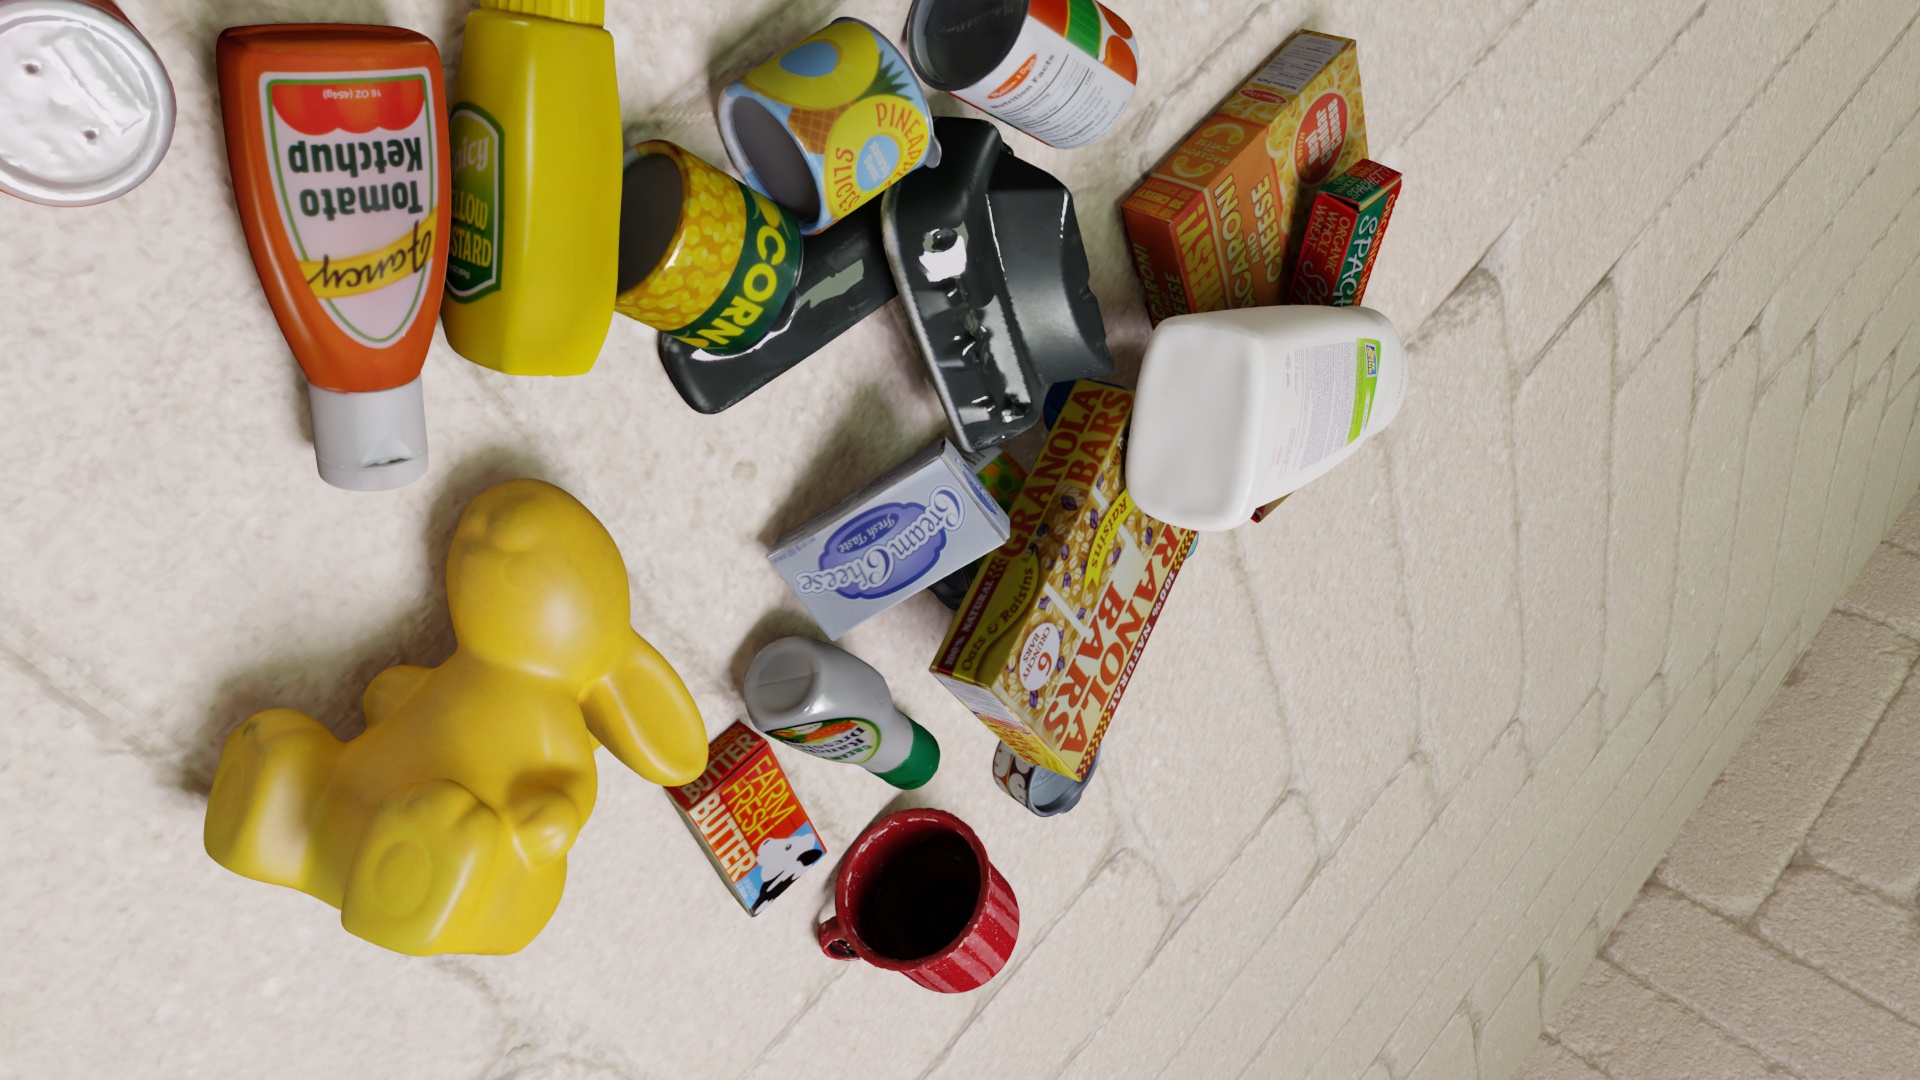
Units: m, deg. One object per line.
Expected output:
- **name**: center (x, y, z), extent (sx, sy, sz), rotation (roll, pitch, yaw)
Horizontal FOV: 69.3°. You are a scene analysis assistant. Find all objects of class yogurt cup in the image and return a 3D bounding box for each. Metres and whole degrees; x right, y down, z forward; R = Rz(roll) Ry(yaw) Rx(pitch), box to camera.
- **yogurt cup**: center (-0.250, -0.123, 0.374), extent (0.073, 0.054, 0.072), rotation (-26, 130, -35)

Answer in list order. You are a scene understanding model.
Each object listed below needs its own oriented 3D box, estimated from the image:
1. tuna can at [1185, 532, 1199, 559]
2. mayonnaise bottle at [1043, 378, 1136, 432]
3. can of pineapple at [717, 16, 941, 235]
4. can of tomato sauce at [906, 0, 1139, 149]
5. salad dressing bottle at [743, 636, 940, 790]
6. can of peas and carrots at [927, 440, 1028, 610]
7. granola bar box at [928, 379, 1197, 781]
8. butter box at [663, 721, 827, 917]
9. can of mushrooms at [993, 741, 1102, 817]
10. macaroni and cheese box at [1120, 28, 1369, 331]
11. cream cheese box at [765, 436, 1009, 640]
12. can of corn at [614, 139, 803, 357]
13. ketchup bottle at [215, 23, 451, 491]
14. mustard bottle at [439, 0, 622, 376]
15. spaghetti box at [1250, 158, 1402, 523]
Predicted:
- **tuna can**: center (0.105, -0.010, 0.808), extent (0.033, 0.071, 0.070), rotation (-31, 133, -30)
- **mayonnaise bottle**: center (0.109, -0.065, 0.788), extent (0.148, 0.065, 0.041), rotation (6, 102, -44)
- **can of pineapple**: center (-0.052, -0.162, 0.548), extent (0.058, 0.071, 0.070), rotation (-40, 137, -22)
- **can of tomato sauce**: center (0.028, -0.217, 0.606), extent (0.083, 0.071, 0.071), rotation (9, 106, -49)
- **salad dressing bottle**: center (-0.055, 0.093, 0.714), extent (0.147, 0.064, 0.044), rotation (44, 36, -57)
- **can of peas and carrots**: center (0.003, -0.009, 0.702), extent (0.059, 0.071, 0.070), rotation (-42, 137, -22)
- **granola bar box**: center (0.060, 0.022, 0.694), extent (0.166, 0.039, 0.124), rotation (-63, 145, -17)
- **butter box**: center (-0.108, 0.144, 0.711), extent (0.053, 0.024, 0.103), rotation (-40, 137, -22)
- **can of mushrooms**: center (0.055, 0.139, 0.875), extent (0.071, 0.033, 0.070), rotation (-26, 129, -36)
- **macaroni and cheese box**: center (0.168, -0.188, 0.791), extent (0.167, 0.040, 0.123), rotation (-46, 139, -18)
- **cream cheese box**: center (-0.034, 0.000, 0.646), extent (0.103, 0.024, 0.053), rotation (-30, 111, 19)
- **can of corn**: center (-0.102, -0.109, 0.527), extent (0.058, 0.071, 0.071), rotation (21, 97, -50)
- **ketchup bottle**: center (-0.200, -0.090, 0.456), extent (0.065, 0.043, 0.148), rotation (-15, 124, -35)
- **mustard bottle**: center (-0.145, -0.138, 0.472), extent (0.049, 0.065, 0.159), rotation (-8, 113, -45)
- **spaghetti box**: center (0.211, -0.113, 0.844), extent (0.050, 0.029, 0.248), rotation (-37, 150, -32)
